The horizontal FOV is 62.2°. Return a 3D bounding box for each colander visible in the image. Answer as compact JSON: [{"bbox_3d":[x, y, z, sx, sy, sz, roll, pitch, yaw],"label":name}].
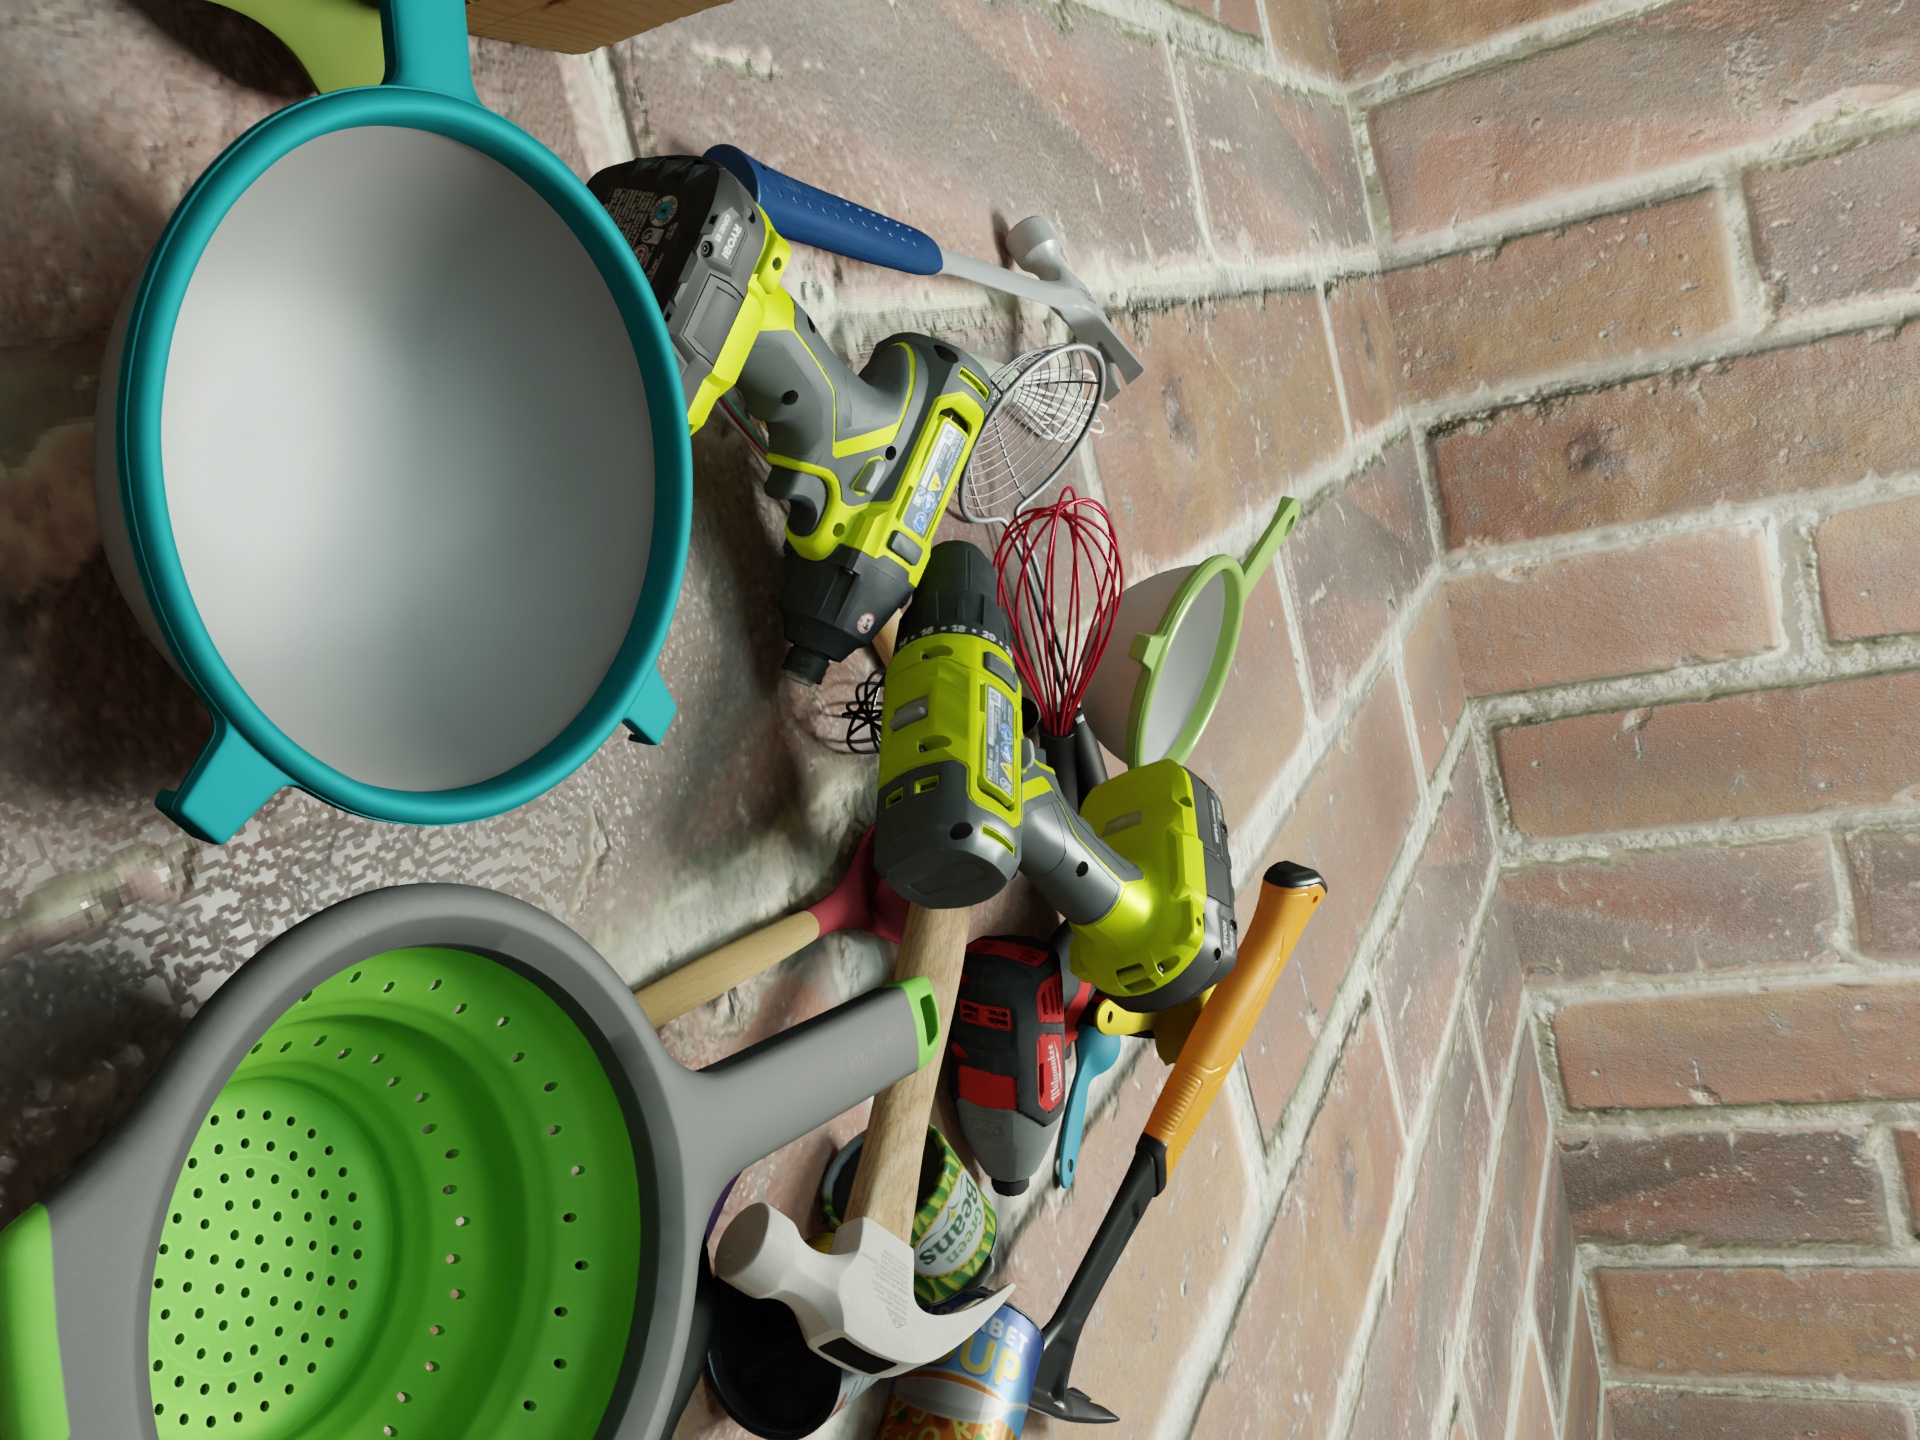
[{"bbox_3d":[-0.133,0.144,0.513,0.397,0.094,0.204,-10,90,-62],"label":"colander"}]

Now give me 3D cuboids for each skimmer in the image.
[{"bbox_3d":[0.078,-0.056,1.014,0.127,0.090,0.363,-32,113,-37],"label":"skimmer"}]

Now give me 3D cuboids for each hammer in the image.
[{"bbox_3d":[-0.010,-0.268,0.934,0.144,0.035,0.405,58,27,12],"label":"hammer"},{"bbox_3d":[0.123,0.233,0.902,0.127,0.034,0.337,43,72,-45],"label":"hammer"},{"bbox_3d":[-0.017,0.136,0.725,0.130,0.031,0.332,42,34,-23],"label":"hammer"}]

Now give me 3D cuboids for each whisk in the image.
[{"bbox_3d":[0.033,-0.218,1.038,0.059,0.058,0.246,51,23,18],"label":"whisk"},{"bbox_3d":[-0.002,-0.004,0.891,0.239,0.055,0.055,-1,83,-68],"label":"whisk"},{"bbox_3d":[0.055,-0.010,0.915,0.295,0.073,0.073,87,15,-45],"label":"whisk"},{"bbox_3d":[-0.071,-0.114,0.793,0.051,0.047,0.244,-73,147,-44],"label":"whisk"}]

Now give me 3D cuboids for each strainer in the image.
[{"bbox_3d":[0.141,-0.072,1.009,0.256,0.069,0.151,-53,152,-36],"label":"strainer"},{"bbox_3d":[-0.184,-0.140,0.477,0.211,0.095,0.340,-16,106,-60],"label":"strainer"}]

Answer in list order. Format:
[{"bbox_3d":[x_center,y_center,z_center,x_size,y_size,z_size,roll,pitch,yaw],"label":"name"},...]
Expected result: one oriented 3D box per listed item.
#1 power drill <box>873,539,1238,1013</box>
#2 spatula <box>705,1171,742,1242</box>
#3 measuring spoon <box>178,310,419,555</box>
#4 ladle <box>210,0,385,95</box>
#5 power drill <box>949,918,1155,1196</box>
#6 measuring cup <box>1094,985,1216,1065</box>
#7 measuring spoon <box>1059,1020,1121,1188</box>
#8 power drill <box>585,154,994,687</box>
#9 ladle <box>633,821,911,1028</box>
[{"bbox_3d":[0.045,0.032,0.795,0.228,0.080,0.191,38,40,-39],"label":"power drill"},{"bbox_3d":[-0.079,0.174,0.702,0.316,0.018,0.059,-35,114,-59],"label":"spatula"},{"bbox_3d":[-0.217,-0.091,0.531,0.116,0.011,0.021,54,50,-48],"label":"measuring spoon"},{"bbox_3d":[-0.274,-0.204,0.430,0.320,0.062,0.078,-33,113,-54],"label":"ladle"},{"bbox_3d":[0.063,0.169,0.920,0.219,0.078,0.143,-27,119,-58],"label":"power drill"},{"bbox_3d":[0.118,0.172,0.911,0.156,0.029,0.062,19,80,-61],"label":"measuring cup"},{"bbox_3d":[0.083,0.238,1.003,0.042,0.021,0.129,61,31,-34],"label":"measuring spoon"},{"bbox_3d":[-0.083,-0.120,0.687,0.223,0.080,0.171,30,82,-55],"label":"power drill"},{"bbox_3d":[-0.082,0.101,0.716,0.315,0.031,0.069,-19,89,-61],"label":"ladle"}]
